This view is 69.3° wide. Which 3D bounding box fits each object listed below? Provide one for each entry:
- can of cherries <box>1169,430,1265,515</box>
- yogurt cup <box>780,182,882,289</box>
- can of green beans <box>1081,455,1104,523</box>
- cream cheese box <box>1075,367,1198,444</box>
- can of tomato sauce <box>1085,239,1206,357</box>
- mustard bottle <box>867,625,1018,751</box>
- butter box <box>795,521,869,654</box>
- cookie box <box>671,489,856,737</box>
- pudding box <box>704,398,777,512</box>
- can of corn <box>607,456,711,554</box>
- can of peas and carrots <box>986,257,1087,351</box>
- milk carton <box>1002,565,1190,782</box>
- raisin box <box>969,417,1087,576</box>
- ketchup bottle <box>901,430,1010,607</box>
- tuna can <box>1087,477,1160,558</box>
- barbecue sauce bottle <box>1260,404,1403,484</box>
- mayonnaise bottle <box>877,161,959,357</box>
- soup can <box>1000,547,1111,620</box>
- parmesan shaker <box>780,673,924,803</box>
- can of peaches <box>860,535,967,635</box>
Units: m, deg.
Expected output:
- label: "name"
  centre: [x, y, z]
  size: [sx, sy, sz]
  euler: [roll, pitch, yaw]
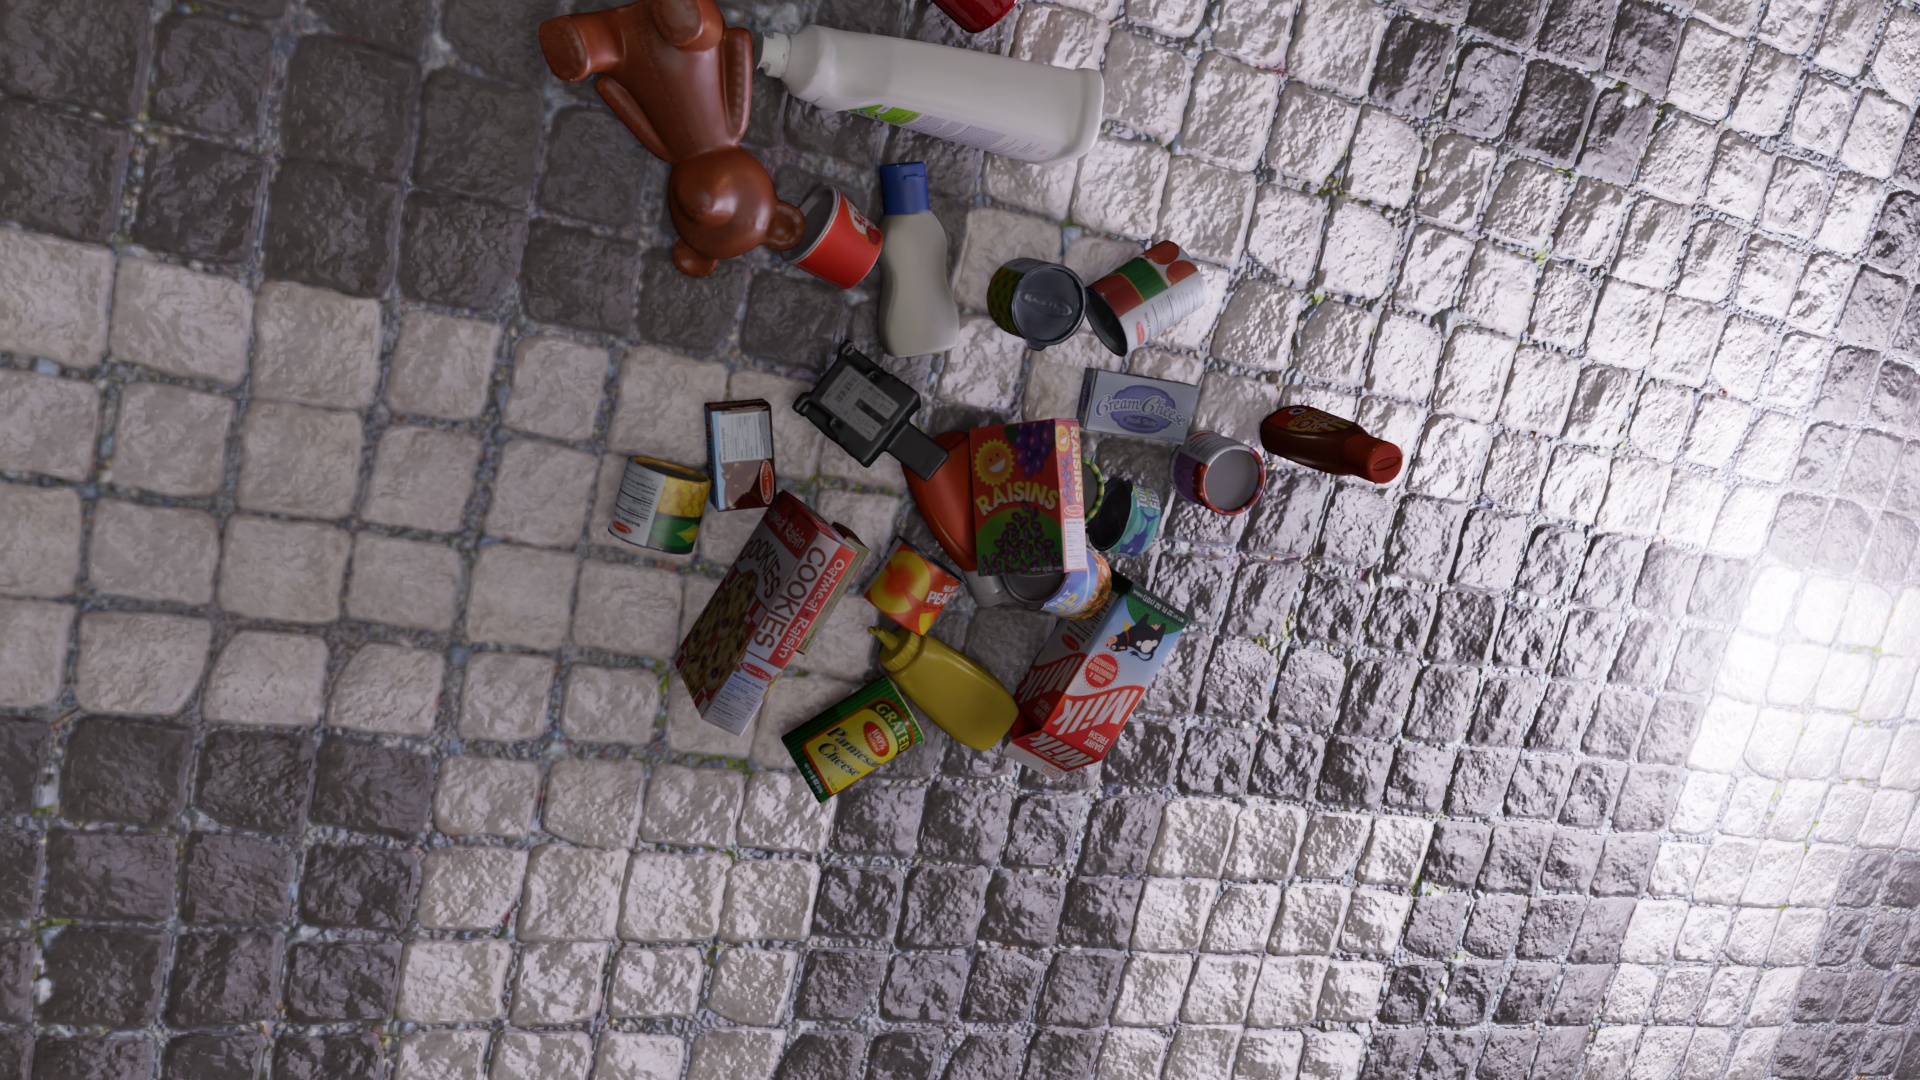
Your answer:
- label: "can of cherries"
  centre: [0.229, -0.058, 1.235]
  size: [0.071, 0.058, 0.071]
  euler: [-6, 106, -19]
- label: "yogurt cup"
  centre: [-0.096, -0.228, 1.059]
  size: [0.054, 0.072, 0.072]
  euler: [30, 93, -34]
- label: "can of green beans"
  centre: [0.081, -0.047, 1.181]
  size: [0.071, 0.058, 0.071]
  euler: [-6, 107, -20]
- label: "cream cheese box"
  centre: [0.153, -0.117, 1.208]
  size: [0.104, 0.024, 0.053]
  euler: [6, 102, -22]
- label: "can of tomato sauce"
  centre: [0.152, -0.204, 1.161]
  size: [0.083, 0.071, 0.071]
  euler: [-32, 114, -10]
- label: "mustard bottle"
  centre: [-0.021, 0.116, 1.193]
  size: [0.160, 0.049, 0.065]
  euler: [42, 87, -25]
- label: "butter box"
  centre: [-0.114, 0.038, 1.133]
  size: [0.024, 0.053, 0.103]
  euler: [30, 92, -23]
- label: "cookie box"
  centre: [-0.156, 0.052, 1.082]
  size: [0.040, 0.123, 0.167]
  euler: [32, 92, -26]
- label: "pudding box"
  centre: [-0.173, -0.067, 1.093]
  size: [0.050, 0.030, 0.083]
  euler: [-8, 108, -20]
- label: "can of corn"
  centre: [-0.228, -0.027, 1.065]
  size: [0.071, 0.071, 0.058]
  euler: [14, 100, -24]
- label: "can of peas and carrots"
  centre: [0.061, -0.193, 1.132]
  size: [0.071, 0.059, 0.070]
  euler: [-6, 108, -19]
- label: "milk carton"
  centre: [0.113, 0.123, 1.233]
  size: [0.072, 0.073, 0.190]
  euler: [31, 93, -26]
- label: "raisin box"
  centre: [0.055, -0.034, 1.122]
  size: [0.040, 0.086, 0.123]
  euler: [-1, 87, -54]
- label: "ketchup bottle"
  centre: [0.004, -0.015, 1.168]
  size: [0.065, 0.043, 0.148]
  euler: [-32, 114, -22]
- label: "tuna can"
  centre: [0.143, -0.021, 1.207]
  size: [0.033, 0.071, 0.071]
  euler: [15, 99, -25]
- label: "barbecue sauce bottle"
  centre: [0.327, -0.083, 1.215]
  size: [0.065, 0.149, 0.043]
  euler: [-17, 111, -15]
- label: "mayonnaise bottle"
  centre: [-0.038, -0.222, 1.096]
  size: [0.065, 0.041, 0.147]
  euler: [-11, 108, -19]
- label: "soup can"
  centre: [0.082, 0.032, 1.181]
  size: [0.084, 0.071, 0.071]
  euler: [24, 97, -56]
- label: "parmesan shaker"
  centre: [-0.090, 0.170, 1.172]
  size: [0.103, 0.071, 0.071]
  euler: [-31, 114, -10]
- label: "can of peaches"
  centre: [-0.039, 0.039, 1.153]
  size: [0.071, 0.071, 0.058]
  euler: [35, 92, -26]
